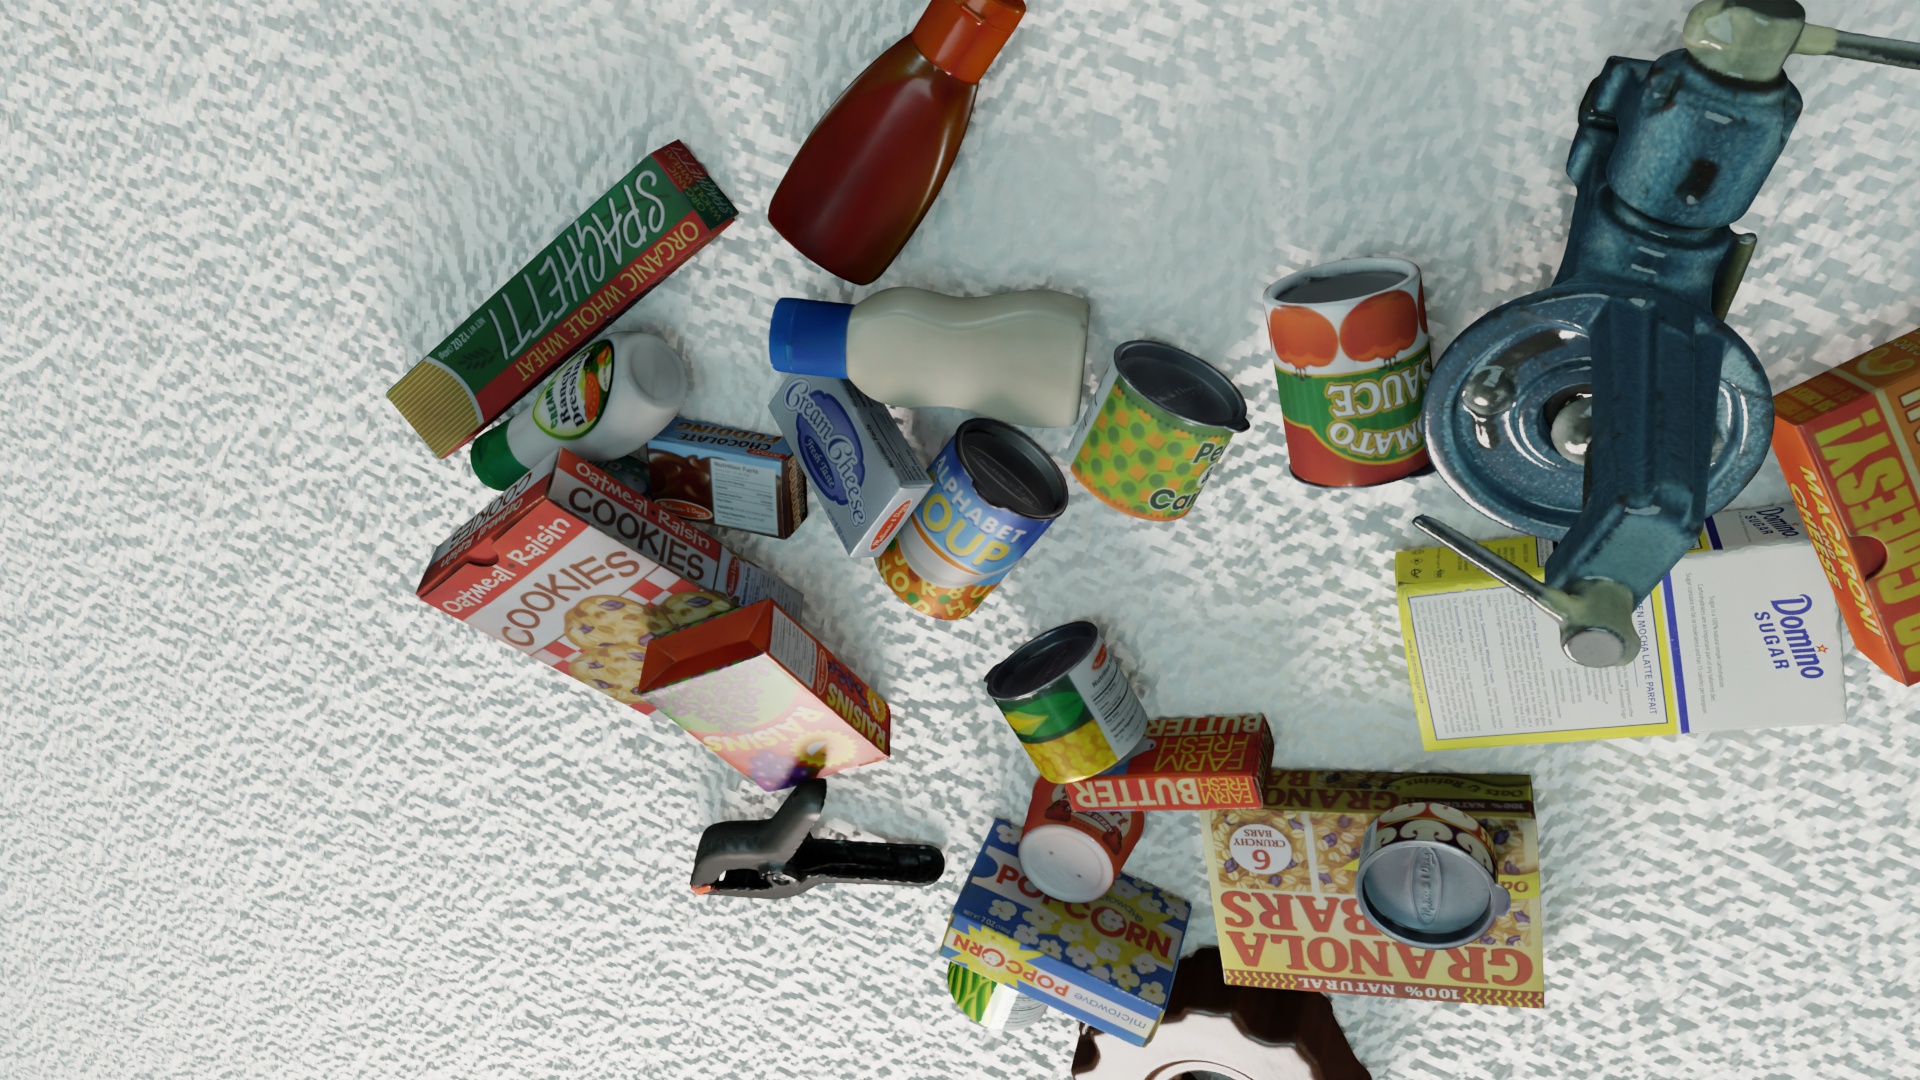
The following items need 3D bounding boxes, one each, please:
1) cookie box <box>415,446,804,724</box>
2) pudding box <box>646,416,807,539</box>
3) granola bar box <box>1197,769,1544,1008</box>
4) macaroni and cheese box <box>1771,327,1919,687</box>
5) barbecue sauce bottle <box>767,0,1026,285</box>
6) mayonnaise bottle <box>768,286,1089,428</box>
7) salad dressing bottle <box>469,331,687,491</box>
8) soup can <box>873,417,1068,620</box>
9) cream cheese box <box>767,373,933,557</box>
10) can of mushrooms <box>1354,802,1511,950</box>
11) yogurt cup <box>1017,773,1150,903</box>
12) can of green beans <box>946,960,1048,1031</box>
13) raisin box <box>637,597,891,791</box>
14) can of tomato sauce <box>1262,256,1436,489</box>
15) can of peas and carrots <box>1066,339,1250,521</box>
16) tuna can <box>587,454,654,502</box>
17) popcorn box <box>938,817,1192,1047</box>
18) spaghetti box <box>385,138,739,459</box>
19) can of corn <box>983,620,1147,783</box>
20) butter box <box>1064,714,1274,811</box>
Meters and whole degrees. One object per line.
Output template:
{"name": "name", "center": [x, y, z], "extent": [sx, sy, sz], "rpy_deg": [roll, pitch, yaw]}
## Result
{"name": "cookie box", "center": [-0.191, 0.031, 0.769], "extent": [0.122, 0.040, 0.167], "rpy_deg": [-31, 130, 32]}
{"name": "pudding box", "center": [-0.127, -0.035, 0.756], "extent": [0.084, 0.030, 0.049], "rpy_deg": [10, 121, 16]}
{"name": "granola bar box", "center": [0.218, 0.182, 0.736], "extent": [0.165, 0.039, 0.123], "rpy_deg": [-2, 115, 22]}
{"name": "macaroni and cheese box", "center": [0.410, -0.034, 0.520], "extent": [0.166, 0.040, 0.123], "rpy_deg": [-27, 105, 14]}
{"name": "barbecue sauce bottle", "center": [-0.026, -0.188, 0.627], "extent": [0.065, 0.044, 0.148], "rpy_deg": [34, 123, -10]}
{"name": "mayonnaise bottle", "center": [-0.015, -0.091, 0.660], "extent": [0.148, 0.041, 0.064], "rpy_deg": [7, 125, 5]}
{"name": "salad dressing bottle", "center": [-0.212, -0.066, 0.759], "extent": [0.147, 0.044, 0.064], "rpy_deg": [-22, 63, 36]}
{"name": "soup can", "center": [0.002, -0.009, 0.696], "extent": [0.071, 0.072, 0.083], "rpy_deg": [38, 124, -2]}
{"name": "cream cheese box", "center": [-0.056, -0.048, 0.694], "extent": [0.053, 0.024, 0.104], "rpy_deg": [-51, 57, 33]}
{"name": "can of mushrooms", "center": [0.230, 0.164, 0.677], "extent": [0.071, 0.034, 0.070], "rpy_deg": [9, 118, 17]}
{"name": "yogurt cup", "center": [0.066, 0.164, 0.776], "extent": [0.072, 0.054, 0.072], "rpy_deg": [10, 120, 17]}
{"name": "can of green beans", "center": [0.030, 0.247, 0.827], "extent": [0.071, 0.071, 0.057], "rpy_deg": [23, 123, 8]}
{"name": "raisin box", "center": [-0.106, 0.090, 0.776], "extent": [0.086, 0.040, 0.123], "rpy_deg": [-20, 137, 21]}
{"name": "can of tomato sauce", "center": [0.170, -0.072, 0.598], "extent": [0.071, 0.071, 0.082], "rpy_deg": [-5, 115, 23]}
{"name": "can of peas and carrots", "center": [0.092, -0.049, 0.642], "extent": [0.071, 0.071, 0.058], "rpy_deg": [28, 124, 5]}
{"name": "tuna can", "center": [-0.199, -0.016, 0.792], "extent": [0.071, 0.033, 0.070], "rpy_deg": [9, 120, 16]}
{"name": "popcorn box", "center": [0.061, 0.221, 0.789], "extent": [0.127, 0.085, 0.038], "rpy_deg": [23, 124, 8]}
{"name": "spaghetti box", "center": [-0.220, -0.123, 0.745], "extent": [0.249, 0.029, 0.050], "rpy_deg": [-30, 104, 31]}
{"name": "can of corn", "center": [0.055, 0.086, 0.730], "extent": [0.071, 0.071, 0.058], "rpy_deg": [-23, 108, 29]}
{"name": "butter box", "center": [0.111, 0.118, 0.734], "extent": [0.103, 0.053, 0.024], "rpy_deg": [-6, 116, 24]}
